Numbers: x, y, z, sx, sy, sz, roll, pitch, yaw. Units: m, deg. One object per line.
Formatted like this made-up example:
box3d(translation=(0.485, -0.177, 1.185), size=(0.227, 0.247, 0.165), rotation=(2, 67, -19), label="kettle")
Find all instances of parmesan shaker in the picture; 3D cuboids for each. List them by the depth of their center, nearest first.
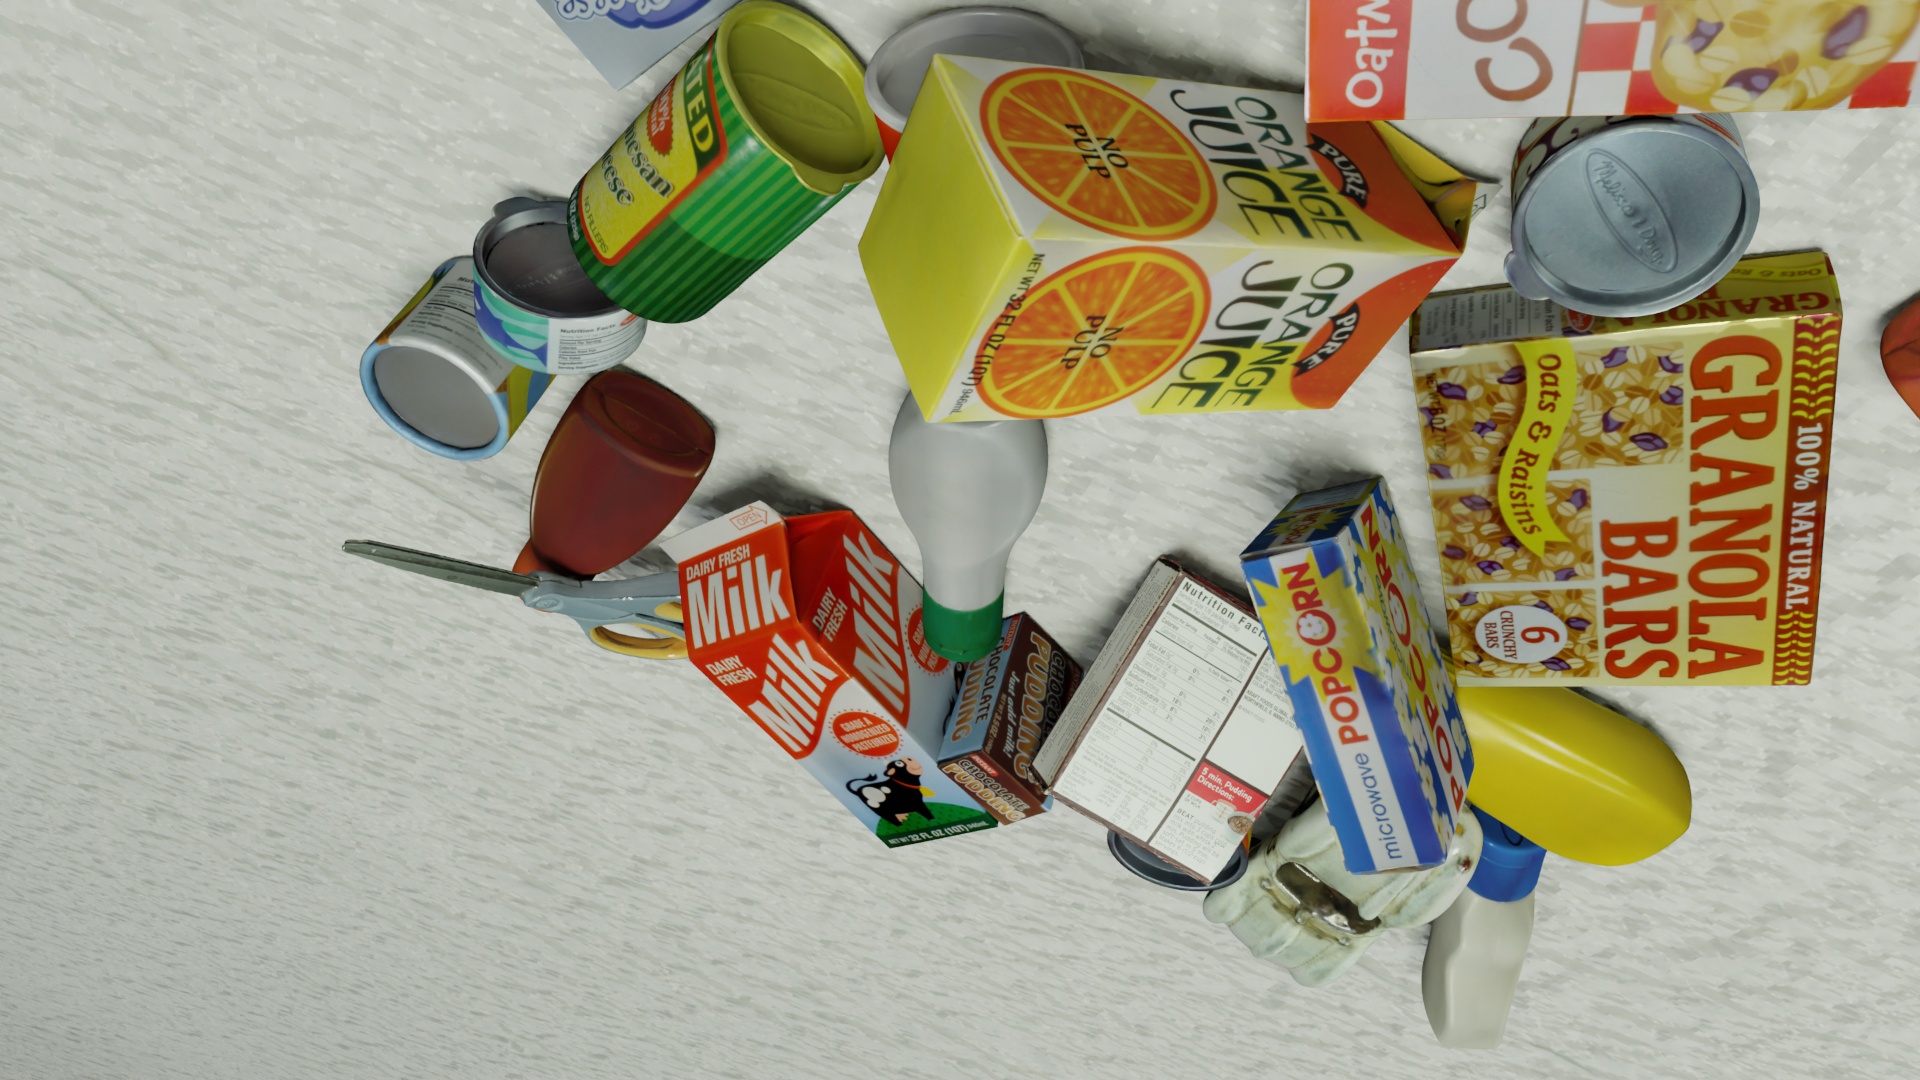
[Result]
box3d(translation=(-0.082, -0.123, 0.474), size=(0.071, 0.072, 0.102), rotation=(42, 135, -21), label="parmesan shaker")

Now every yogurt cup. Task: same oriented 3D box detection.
box3d(translation=(0.006, -0.129, 0.445), size=(0.072, 0.073, 0.053), rotation=(9, 144, 12), label="yogurt cup")

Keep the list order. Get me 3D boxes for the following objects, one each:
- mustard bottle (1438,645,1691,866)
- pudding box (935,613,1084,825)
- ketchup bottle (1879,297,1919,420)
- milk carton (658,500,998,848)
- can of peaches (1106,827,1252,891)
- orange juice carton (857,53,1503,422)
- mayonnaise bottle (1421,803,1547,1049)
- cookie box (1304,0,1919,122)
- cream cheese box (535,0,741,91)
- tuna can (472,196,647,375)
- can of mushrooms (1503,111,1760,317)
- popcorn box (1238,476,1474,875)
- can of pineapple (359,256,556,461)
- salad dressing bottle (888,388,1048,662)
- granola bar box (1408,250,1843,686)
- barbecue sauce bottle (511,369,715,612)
box3d(translation=(0.226, 0.081, 0.584), size=(0.160, 0.049, 0.065), rotation=(30, 138, -9), label="mustard bottle")
box3d(translation=(0.024, 0.081, 0.634), size=(0.030, 0.084, 0.049), rotation=(-24, 121, 37), label="pudding box")
box3d(translation=(0.356, -0.026, 0.431), size=(0.148, 0.044, 0.064), rotation=(38, 135, -18), label="ketchup bottle")
box3d(translation=(-0.054, 0.056, 0.645), size=(0.072, 0.074, 0.190), rotation=(-21, 123, 35), label="milk carton")
box3d(translation=(0.109, 0.124, 0.665), size=(0.071, 0.058, 0.070), rotation=(11, 136, 11), label="can of peaches")
box3d(translation=(0.075, -0.087, 0.419), size=(0.193, 0.073, 0.071), rotation=(-4, 146, -28), label="orange juice carton")
box3d(translation=(0.252, 0.181, 0.668), size=(0.041, 0.065, 0.147), rotation=(2, 131, 9), label="mayonnaise bottle")
box3d(translation=(0.174, -0.173, 0.354), size=(0.167, 0.040, 0.122), rotation=(3, 134, 16), label="cookie box")
box3d(translation=(-0.092, -0.193, 0.445), size=(0.103, 0.024, 0.053), rotation=(-20, 125, 35), label="cream cheese box")
box3d(translation=(-0.154, -0.099, 0.535), size=(0.071, 0.071, 0.032), rotation=(21, 138, -1), label="tuna can")
box3d(translation=(0.199, -0.103, 0.420), size=(0.071, 0.034, 0.070), rotation=(10, 136, 10), label="can of mushrooms")
box3d(translation=(0.151, 0.048, 0.518), size=(0.038, 0.085, 0.126), rotation=(-16, 98, 31), label="popcorn box")
box3d(translation=(-0.207, -0.074, 0.583), size=(0.071, 0.058, 0.070), rotation=(11, 136, 10), label="can of pineapple")
box3d(translation=(0.002, -0.007, 0.584), size=(0.064, 0.044, 0.146), rotation=(12, 138, 9), label="salad dressing bottle")
box3d(translation=(0.232, -0.017, 0.490), size=(0.124, 0.039, 0.164), rotation=(-3, 132, 24), label="granola bar box")
box3d(translation=(-0.169, -0.015, 0.640), size=(0.065, 0.044, 0.147), rotation=(31, 137, -15), label="barbecue sauce bottle")
